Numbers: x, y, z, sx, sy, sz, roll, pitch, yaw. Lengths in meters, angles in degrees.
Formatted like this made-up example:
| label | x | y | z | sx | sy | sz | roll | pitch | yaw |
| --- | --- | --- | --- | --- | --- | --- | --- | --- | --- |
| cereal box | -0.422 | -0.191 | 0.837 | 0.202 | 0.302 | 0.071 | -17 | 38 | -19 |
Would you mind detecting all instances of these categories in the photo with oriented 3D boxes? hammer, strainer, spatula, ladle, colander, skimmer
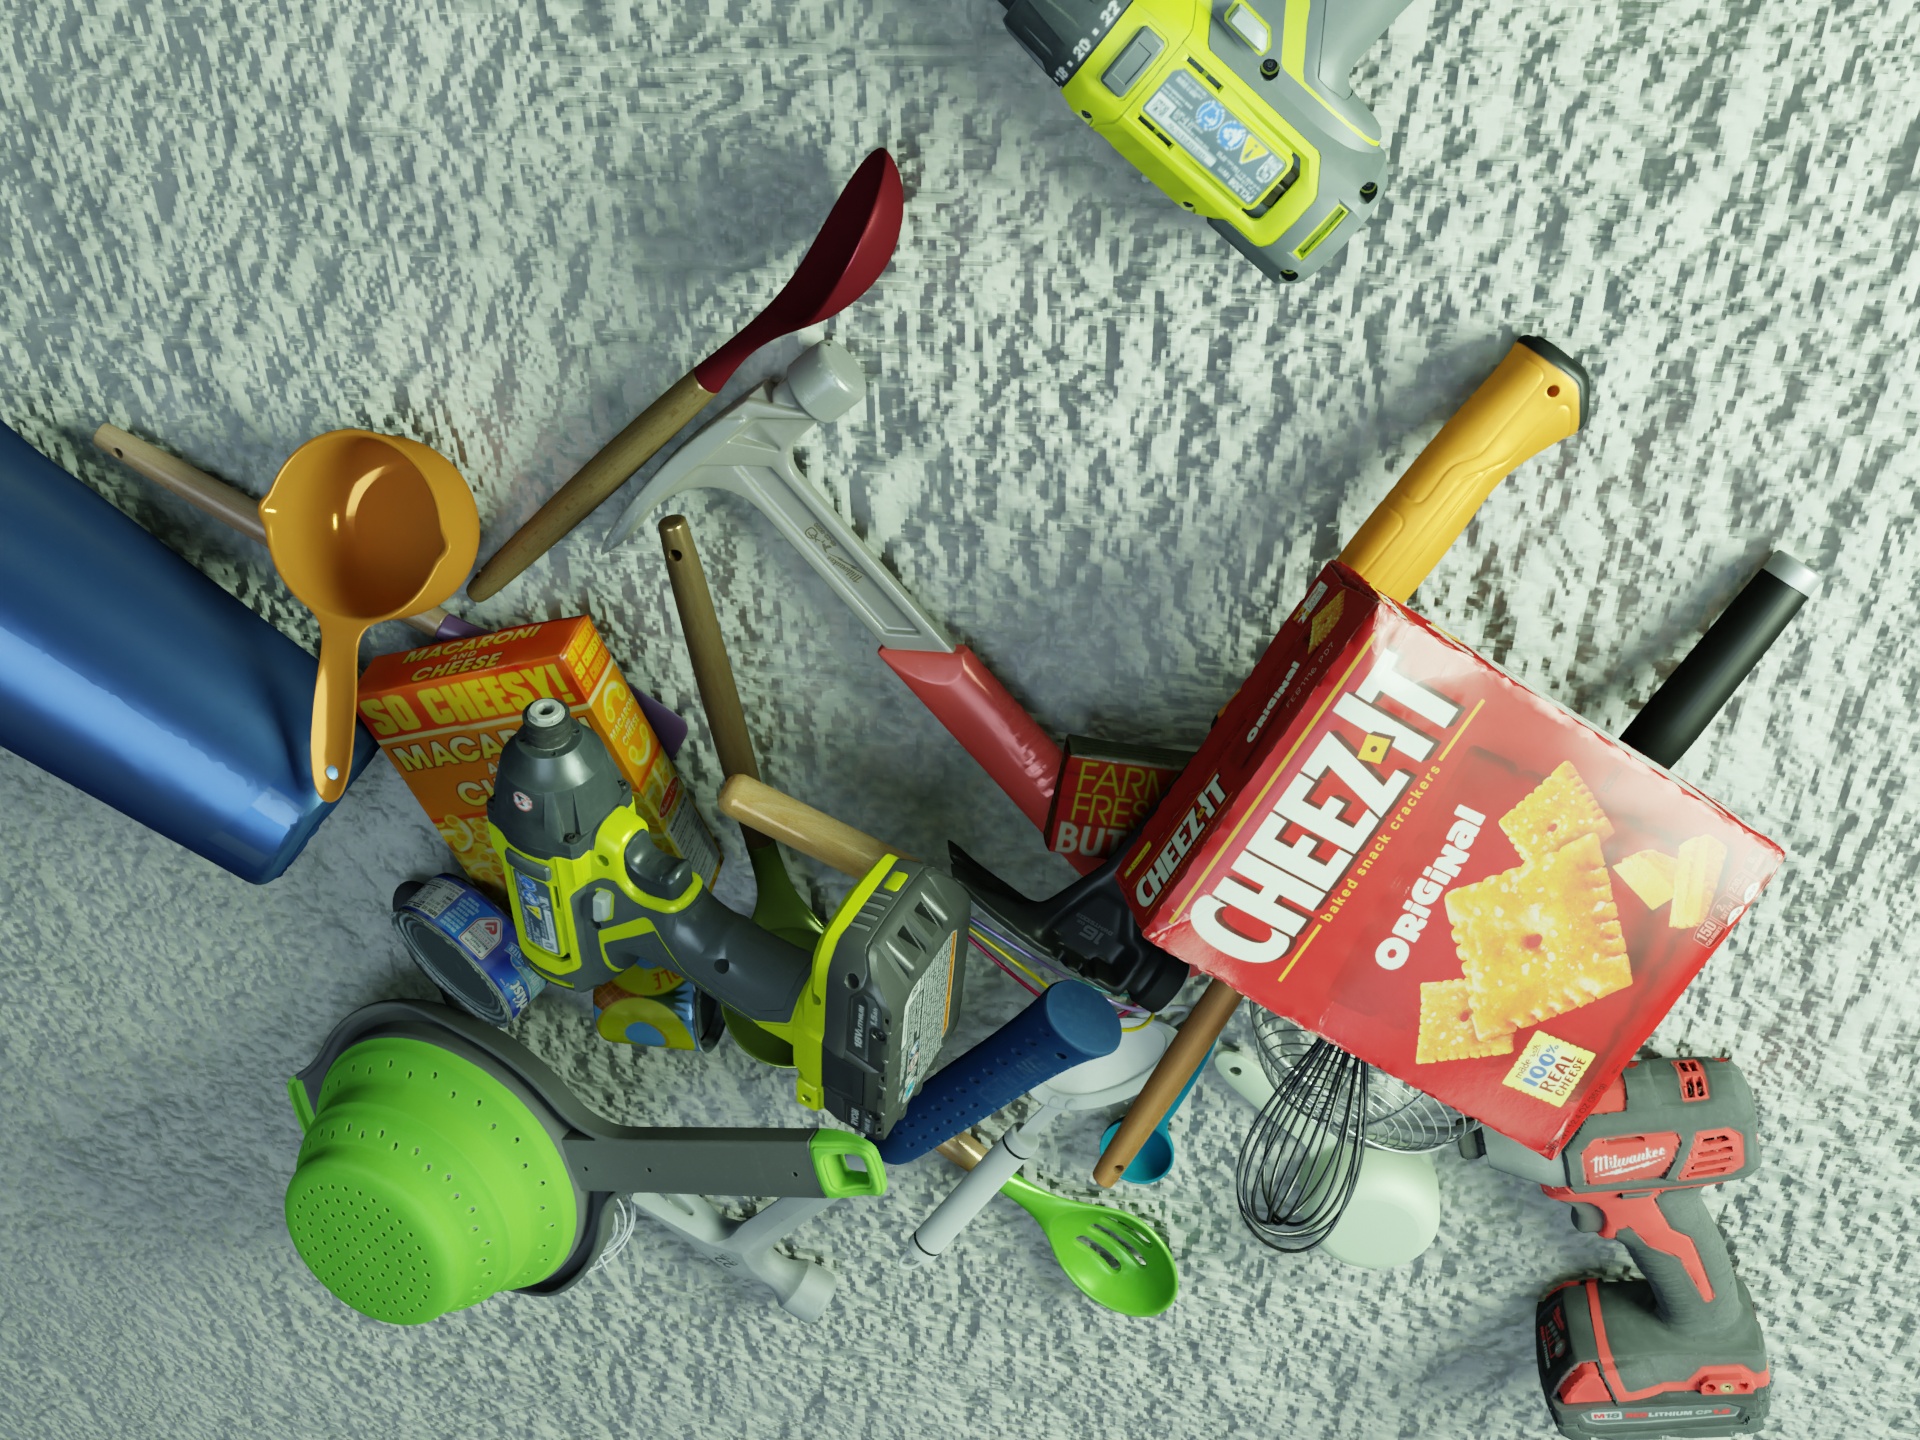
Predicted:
| label | x | y | z | sx | sy | sz | roll | pitch | yaw |
| --- | --- | --- | --- | --- | --- | --- | --- | --- | --- |
| hammer | -0.001 | -0.002 | 0.761 | 0.149 | 0.037 | 0.359 | -33 | 109 | 27 |
| hammer | 0.135 | -0.023 | 0.680 | 0.127 | 0.034 | 0.337 | 32 | 109 | -17 |
| strainer | 0.036 | 0.223 | 0.872 | 0.086 | 0.050 | 0.258 | 21 | 119 | -33 |
| spatula | 0.149 | 0.109 | 0.770 | 0.081 | 0.041 | 0.322 | 21 | 109 | -22 |
| ladle | -0.106 | 0.047 | 0.779 | 0.078 | 0.062 | 0.319 | -4 | 127 | 7 |
| colander | -0.231 | 0.259 | 0.858 | 0.397 | 0.094 | 0.204 | -6 | 111 | 24 |
| ladle | -0.129 | -0.135 | 0.701 | 0.031 | 0.069 | 0.315 | 34 | 129 | -32 |
| hammer | -0.050 | 0.232 | 0.860 | 0.144 | 0.035 | 0.405 | 35 | 136 | -9 |
| skimmer | 0.268 | 0.069 | 0.756 | 0.127 | 0.090 | 0.363 | 34 | 112 | 5 |
| spatula | -0.282 | -0.059 | 0.793 | 0.316 | 0.018 | 0.059 | 31 | 124 | -9 |

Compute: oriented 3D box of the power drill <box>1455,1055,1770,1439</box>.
| label | x | y | z | sx | sy | sz | roll | pitch | yaw |
| --- | --- | --- | --- | --- | --- | --- | --- | --- | --- |
| power drill | 0.348 | 0.276 | 0.841 | 0.143 | 0.079 | 0.219 | -10 | 116 | 17 |

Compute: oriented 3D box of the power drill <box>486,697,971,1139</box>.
| label | x | y | z | sx | sy | sz | roll | pitch | yaw |
| --- | --- | --- | --- | --- | --- | --- | --- | --- | --- |
| power drill | -0.113 | 0.087 | 0.726 | 0.223 | 0.080 | 0.171 | 22 | 136 | 17 |

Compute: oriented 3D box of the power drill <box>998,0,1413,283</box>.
| label | x | y | z | sx | sy | sz | roll | pitch | yaw |
| --- | --- | --- | --- | --- | --- | --- | --- | --- | --- |
| power drill | 0.119 | -0.290 | 0.540 | 0.190 | 0.080 | 0.228 | 38 | 123 | -13 |

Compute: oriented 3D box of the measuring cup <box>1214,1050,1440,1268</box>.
| label | x | y | z | sx | sy | sz | roll | pitch | yaw |
| --- | --- | --- | --- | --- | --- | --- | --- | --- | --- |
| measuring cup | 0.195 | 0.241 | 0.868 | 0.167 | 0.038 | 0.083 | 42 | 119 | -17 |

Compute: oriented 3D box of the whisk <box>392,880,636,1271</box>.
| label | x | y | z | sx | sy | sz | roll | pitch | yaw |
| --- | --- | --- | --- | --- | --- | --- | --- | --- | --- |
| whisk | -0.265 | 0.214 | 0.938 | 0.070 | 0.070 | 0.284 | -12 | 113 | 17 |

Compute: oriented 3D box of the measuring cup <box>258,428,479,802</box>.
| label | x | y | z | sx | sy | sz | roll | pitch | yaw |
| --- | --- | --- | --- | --- | --- | --- | --- | --- | --- |
| measuring cup | -0.276 | -0.049 | 0.747 | 0.095 | 0.052 | 0.173 | 12 | 101 | 9 |

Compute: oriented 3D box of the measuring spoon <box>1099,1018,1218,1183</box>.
| label | x | y | z | sx | sy | sz | roll | pitch | yaw |
| --- | --- | --- | --- | --- | --- | --- | --- | --- | --- |
| measuring spoon | 0.116 | 0.201 | 0.878 | 0.042 | 0.021 | 0.128 | 25 | 114 | 5 |

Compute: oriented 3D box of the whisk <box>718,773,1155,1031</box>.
| label | x | y | z | sx | sy | sz | roll | pitch | yaw |
| --- | --- | --- | --- | --- | --- | --- | --- | --- | --- |
| whisk | -0.005 | 0.089 | 0.767 | 0.245 | 0.047 | 0.051 | 28 | 161 | -14 |

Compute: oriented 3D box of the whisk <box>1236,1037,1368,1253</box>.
| label | x | y | z | sx | sy | sz | roll | pitch | yaw |
| --- | --- | --- | --- | --- | --- | --- | --- | --- | --- |
| whisk | 0.184 | 0.135 | 0.731 | 0.055 | 0.055 | 0.239 | 19 | 99 | 0 |

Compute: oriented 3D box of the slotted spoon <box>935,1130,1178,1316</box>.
| label | x | y | z | sx | sy | sz | roll | pitch | yaw |
| --- | --- | --- | --- | --- | --- | --- | --- | --- | --- |
| slotted spoon | 0.001 | 0.245 | 0.918 | 0.313 | 0.031 | 0.070 | 38 | 120 | -10 |
